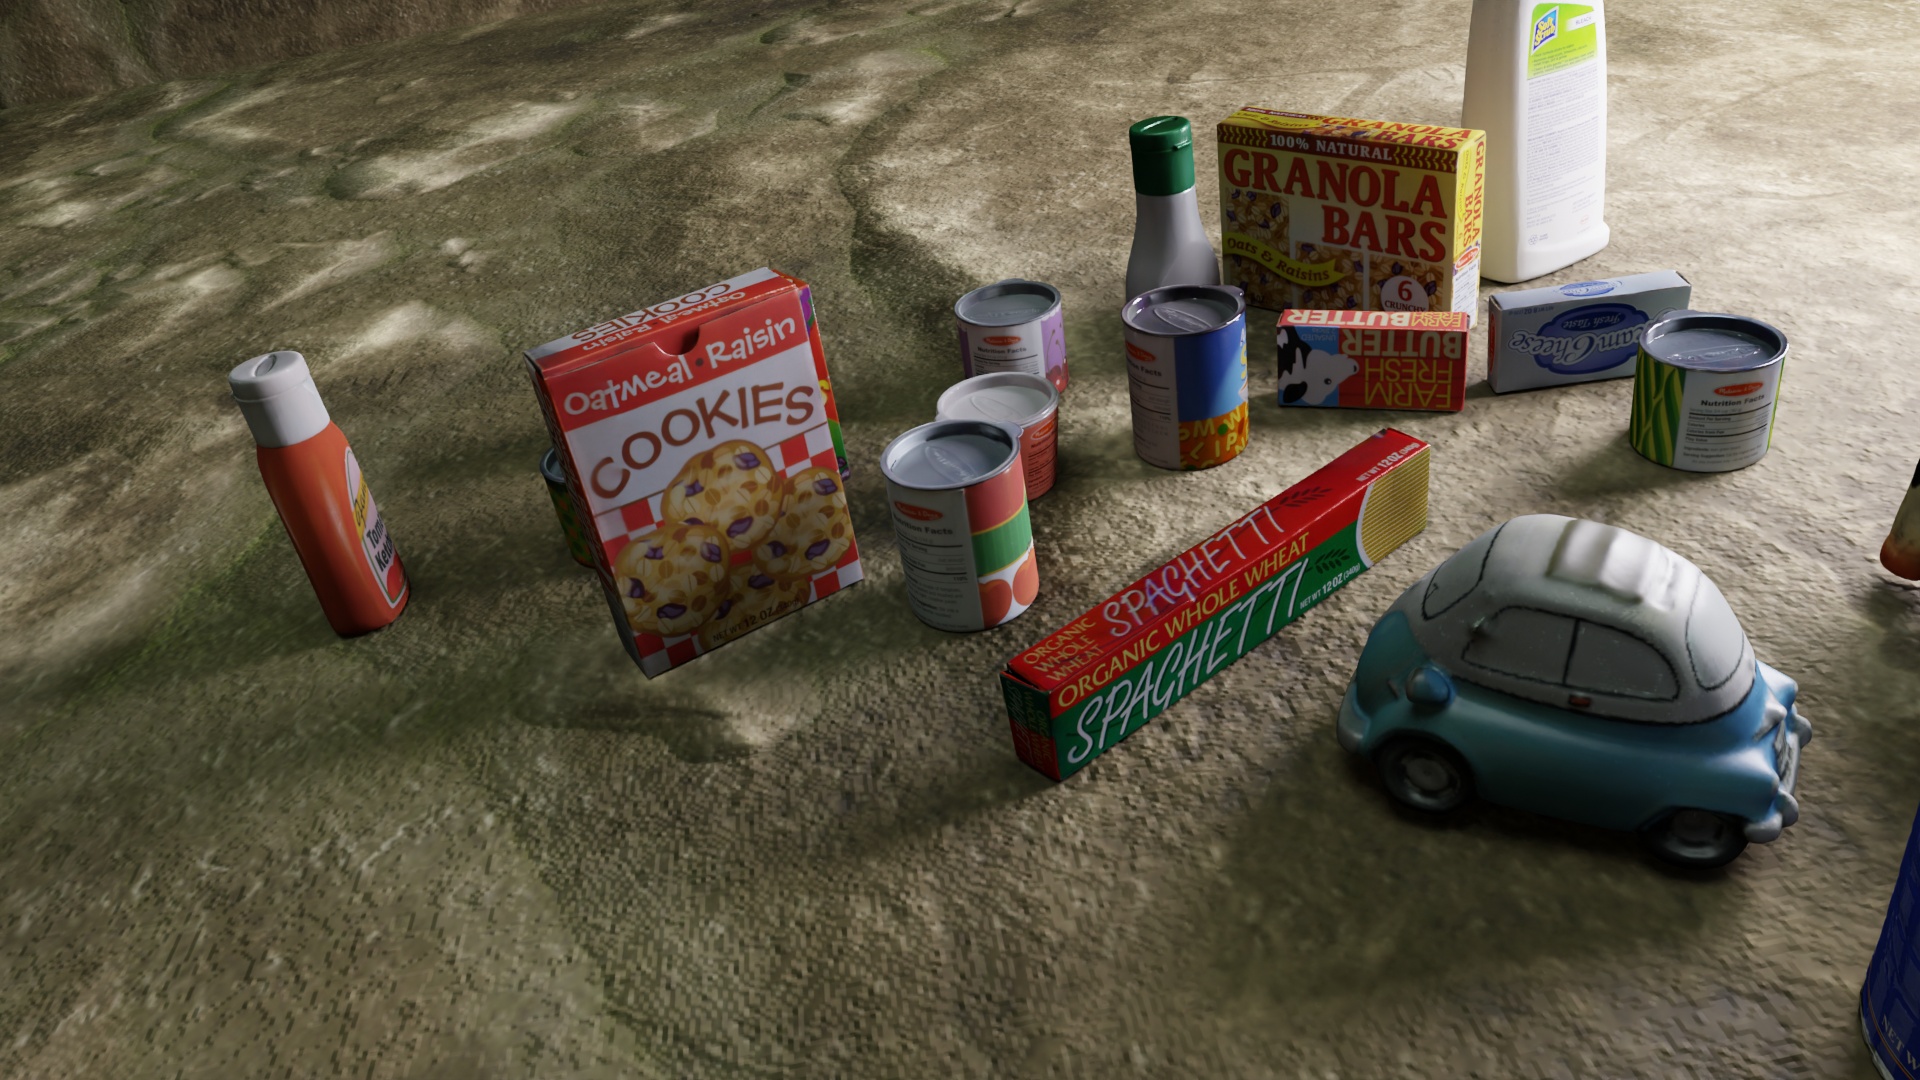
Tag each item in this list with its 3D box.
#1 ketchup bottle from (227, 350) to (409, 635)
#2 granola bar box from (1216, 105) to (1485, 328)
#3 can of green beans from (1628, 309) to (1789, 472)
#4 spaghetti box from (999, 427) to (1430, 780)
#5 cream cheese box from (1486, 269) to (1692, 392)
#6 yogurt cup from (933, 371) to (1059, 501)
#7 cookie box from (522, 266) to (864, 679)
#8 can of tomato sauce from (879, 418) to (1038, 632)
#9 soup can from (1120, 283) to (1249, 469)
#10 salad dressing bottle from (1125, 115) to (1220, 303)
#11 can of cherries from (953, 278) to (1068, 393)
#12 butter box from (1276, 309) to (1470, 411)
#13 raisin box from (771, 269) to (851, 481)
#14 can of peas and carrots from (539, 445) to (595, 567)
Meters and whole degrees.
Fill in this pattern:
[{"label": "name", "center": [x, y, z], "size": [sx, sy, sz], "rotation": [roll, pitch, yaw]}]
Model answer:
[{"label": "ketchup bottle", "center": [-0.337, -0.025, 0.730], "size": [0.043, 0.148, 0.065], "rotation": [-15, 32, -7]}, {"label": "granola bar box", "center": [0.241, -0.199, 0.868], "size": [0.166, 0.123, 0.039], "rotation": [23, 45, 40]}, {"label": "can of green beans", "center": [0.375, -0.075, 0.701], "size": [0.071, 0.057, 0.071], "rotation": [-7, 32, 5]}, {"label": "spaghetti box", "center": [0.123, 0.023, 0.624], "size": [0.251, 0.050, 0.029], "rotation": [-29, 37, -28]}, {"label": "cream cheese box", "center": [0.349, -0.116, 0.776], "size": [0.104, 0.053, 0.024], "rotation": [-8, 32, 4]}, {"label": "yogurt cup", "center": [0.024, -0.055, 0.768], "size": [0.072, 0.053, 0.073], "rotation": [-7, 32, 5]}, {"label": "cookie box", "center": [-0.121, -0.032, 0.665], "size": [0.123, 0.166, 0.040], "rotation": [-25, 35, -22]}, {"label": "can of tomato sauce", "center": [0.002, -0.008, 0.674], "size": [0.071, 0.082, 0.071], "rotation": [-7, 32, 5]}, {"label": "soup can", "center": [0.128, -0.091, 0.769], "size": [0.071, 0.083, 0.072], "rotation": [-7, 32, 5]}, {"label": "salad dressing bottle", "center": [0.128, -0.183, 0.852], "size": [0.064, 0.147, 0.044], "rotation": [-28, 36, -26]}, {"label": "can of cherries", "center": [0.034, -0.124, 0.868], "size": [0.071, 0.058, 0.072], "rotation": [-7, 32, 5]}, {"label": "butter box", "center": [0.232, -0.102, 0.785], "size": [0.103, 0.053, 0.024], "rotation": [4, 35, 21]}, {"label": "raisin box", "center": [-0.115, -0.076, 0.773], "size": [0.086, 0.122, 0.040], "rotation": [-30, 37, -29]}, {"label": "can of peas and carrots", "center": [-0.195, -0.027, 0.779], "size": [0.071, 0.058, 0.071], "rotation": [-7, 32, 5]}]
